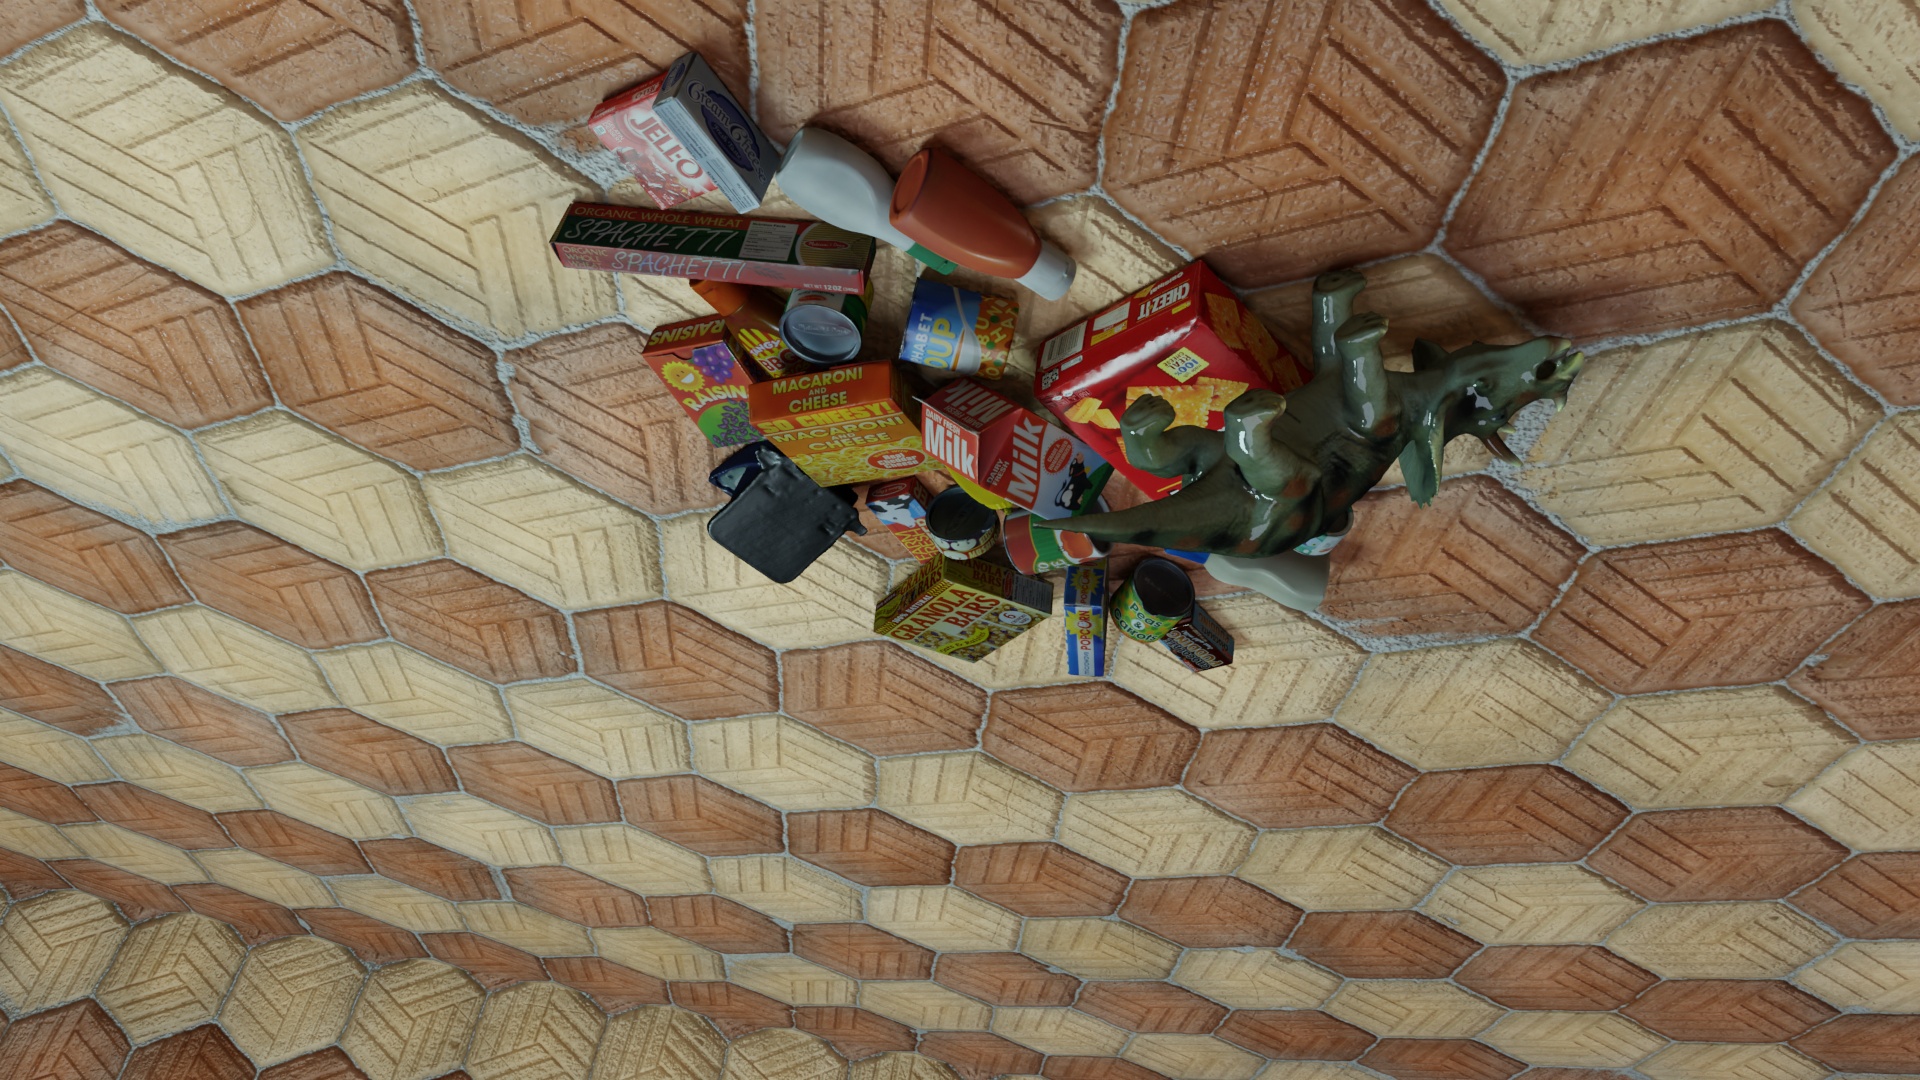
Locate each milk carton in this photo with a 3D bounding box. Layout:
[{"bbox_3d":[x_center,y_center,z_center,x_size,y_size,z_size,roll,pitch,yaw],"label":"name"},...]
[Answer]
[{"bbox_3d":[0.040,-0.074,1.134,0.072,0.073,0.190,34,-173,40],"label":"milk carton"}]

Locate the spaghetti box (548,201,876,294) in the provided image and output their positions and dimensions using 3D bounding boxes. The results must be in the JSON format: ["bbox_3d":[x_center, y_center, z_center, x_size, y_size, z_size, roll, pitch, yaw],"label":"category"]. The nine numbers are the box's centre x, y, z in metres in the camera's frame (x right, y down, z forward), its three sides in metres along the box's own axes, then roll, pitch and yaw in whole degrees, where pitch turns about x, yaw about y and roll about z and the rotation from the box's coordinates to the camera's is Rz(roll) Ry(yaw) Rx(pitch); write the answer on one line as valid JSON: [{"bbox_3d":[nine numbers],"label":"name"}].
[{"bbox_3d":[-0.191,-0.228,1.081,0.250,0.050,0.028,6,145,8],"label":"spaghetti box"}]

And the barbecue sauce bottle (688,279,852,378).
[{"bbox_3d":[-0.159,-0.176,1.148,0.064,0.044,0.148,-15,136,38],"label":"barbecue sauce bottle"}]

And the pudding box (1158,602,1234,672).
[{"bbox_3d":[0.238,0.099,1.423,0.049,0.030,0.083,-19,134,36],"label":"pudding box"}]

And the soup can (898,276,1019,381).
[{"bbox_3d":[-0.002,-0.164,1.097,0.084,0.072,0.071,13,144,-3],"label":"soup can"}]

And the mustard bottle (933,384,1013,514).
[{"bbox_3d":[0.020,-0.071,1.227,0.049,0.065,0.159,-6,146,22],"label":"mustard bottle"}]

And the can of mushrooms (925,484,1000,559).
[{"bbox_3d":[0.005,-0.016,1.298,0.071,0.071,0.033,-1,143,16],"label":"can of mushrooms"}]

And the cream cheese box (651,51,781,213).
[{"bbox_3d":[-0.172,-0.289,0.990,0.024,0.053,0.103,-12,138,31],"label":"cream cheese box"}]

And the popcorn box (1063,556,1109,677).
[{"bbox_3d":[0.124,0.065,1.361,0.038,0.085,0.126,3,143,9],"label":"popcorn box"}]

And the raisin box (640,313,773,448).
[{"bbox_3d":[-0.208,-0.138,1.217,0.086,0.040,0.123,-6,140,24],"label":"raisin box"}]

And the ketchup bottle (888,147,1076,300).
[{"bbox_3d":[0.020,-0.225,1.020,0.149,0.065,0.043,25,163,-31],"label":"ketchup bottle"}]

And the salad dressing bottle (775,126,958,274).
[{"bbox_3d":[-0.063,-0.248,1.026,0.147,0.044,0.064,28,145,-23],"label":"salad dressing bottle"}]

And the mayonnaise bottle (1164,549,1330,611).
[{"bbox_3d":[0.263,0.016,1.279,0.148,0.065,0.041,17,147,-1],"label":"mayonnaise bottle"}]

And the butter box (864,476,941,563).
[{"bbox_3d":[-0.042,-0.019,1.345,0.053,0.024,0.103,-13,137,30],"label":"butter box"}]

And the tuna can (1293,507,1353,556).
[{"bbox_3d":[0.305,-0.024,1.210,0.071,0.071,0.032,19,142,-10],"label":"tuna can"}]

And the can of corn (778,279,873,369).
[{"bbox_3d":[-0.106,-0.182,1.112,0.071,0.058,0.070,7,144,5],"label":"can of corn"}]

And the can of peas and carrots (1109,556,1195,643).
[{"bbox_3d":[0.185,0.060,1.350,0.071,0.071,0.058,19,144,-10],"label":"can of peas and carrots"}]

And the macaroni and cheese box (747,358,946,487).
[{"bbox_3d":[-0.092,-0.097,1.181,0.124,0.040,0.166,-8,162,13],"label":"macaroni and cheese box"}]

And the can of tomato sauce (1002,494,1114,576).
[{"bbox_3d":[0.092,-0.006,1.287,0.083,0.071,0.071,-15,136,31],"label":"can of tomato sauce"}]

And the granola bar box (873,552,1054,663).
[{"bbox_3d":[0.001,0.068,1.416,0.124,0.039,0.165,19,150,-22],"label":"granola bar box"}]
